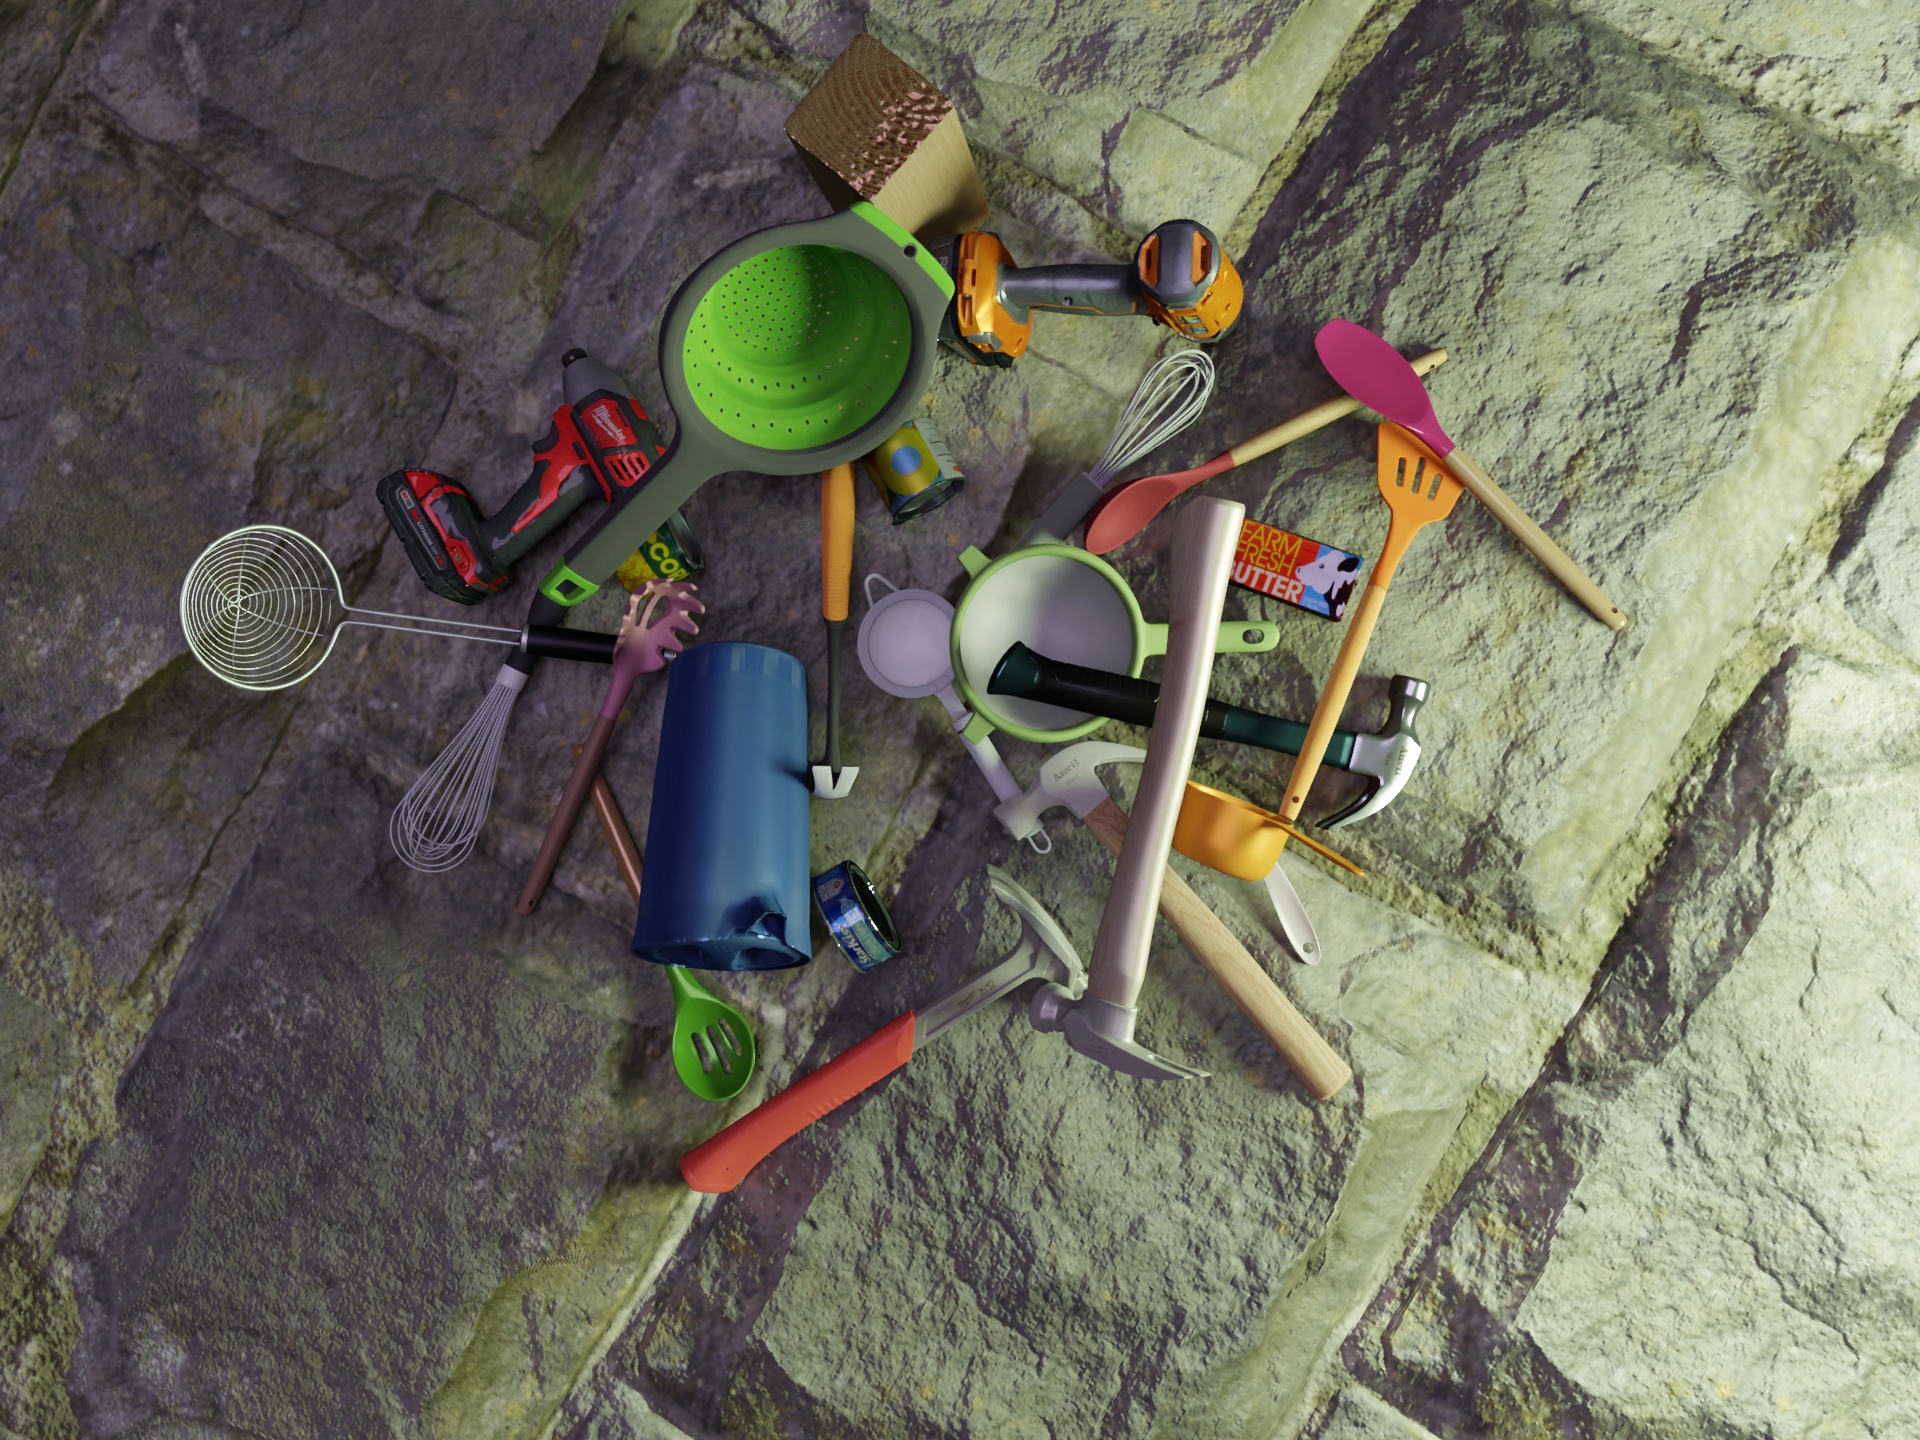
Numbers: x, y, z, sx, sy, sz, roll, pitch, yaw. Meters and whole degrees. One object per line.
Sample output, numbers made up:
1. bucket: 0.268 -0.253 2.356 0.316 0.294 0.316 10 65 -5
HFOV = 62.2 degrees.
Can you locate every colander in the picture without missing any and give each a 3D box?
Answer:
1. colander: -0.186 -0.241 1.208 0.397 0.204 0.095 -41 43 17

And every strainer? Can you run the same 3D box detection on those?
1. strainer: -0.002 -0.004 1.260 0.087 0.050 0.258 -32 89 1
2. strainer: 0.115 -0.063 1.239 0.256 0.069 0.151 -2 94 -7

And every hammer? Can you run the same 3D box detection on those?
1. hammer: 0.180 0.152 1.222 0.130 0.031 0.331 -40 86 -6
2. hammer: -0.098 -0.110 1.248 0.034 0.127 0.337 1 82 -7
3. hammer: 0.150 0.047 1.130 0.146 0.038 0.410 16 97 42
4. hammer: 0.184 -0.004 1.197 0.331 0.033 0.128 13 90 -6
5. hammer: -0.074 0.258 1.238 0.359 0.037 0.149 -34 116 10

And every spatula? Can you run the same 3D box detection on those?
1. spatula: 0.300 -0.075 1.189 0.081 0.041 0.323 23 83 -1

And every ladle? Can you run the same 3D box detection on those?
1. ladle: 0.232 -0.214 1.231 0.315 0.069 0.031 -26 64 1

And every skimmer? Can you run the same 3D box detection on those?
1. skimmer: -0.403 -0.070 1.237 0.363 0.090 0.127 7 92 -13

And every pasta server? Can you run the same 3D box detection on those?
1. pasta server: -0.291 0.023 1.279 0.040 0.060 0.316 41 109 50

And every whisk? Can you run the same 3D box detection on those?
1. whisk: -0.385 -0.007 1.310 0.070 0.070 0.284 26 86 9
2. whisk: 0.110 -0.192 1.250 0.246 0.059 0.058 -47 43 8

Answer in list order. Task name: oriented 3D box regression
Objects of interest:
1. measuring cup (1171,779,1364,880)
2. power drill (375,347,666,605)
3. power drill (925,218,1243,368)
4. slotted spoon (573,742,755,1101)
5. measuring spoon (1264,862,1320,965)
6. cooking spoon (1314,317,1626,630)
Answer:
1. measuring cup: 0.216 0.096 1.137 0.174 0.095 0.052 31 100 53
2. power drill: -0.354 -0.201 1.304 0.219 0.078 0.143 -30 84 3
3. power drill: 0.101 -0.320 1.211 0.226 0.164 0.084 2 88 21
4. slotted spoon: -0.248 0.161 1.296 0.070 0.031 0.314 -26 82 5
5. measuring spoon: 0.248 0.133 1.232 0.034 0.018 0.124 -25 91 7
6. cooking spoon: 0.386 -0.184 1.201 0.319 0.017 0.069 45 60 1
